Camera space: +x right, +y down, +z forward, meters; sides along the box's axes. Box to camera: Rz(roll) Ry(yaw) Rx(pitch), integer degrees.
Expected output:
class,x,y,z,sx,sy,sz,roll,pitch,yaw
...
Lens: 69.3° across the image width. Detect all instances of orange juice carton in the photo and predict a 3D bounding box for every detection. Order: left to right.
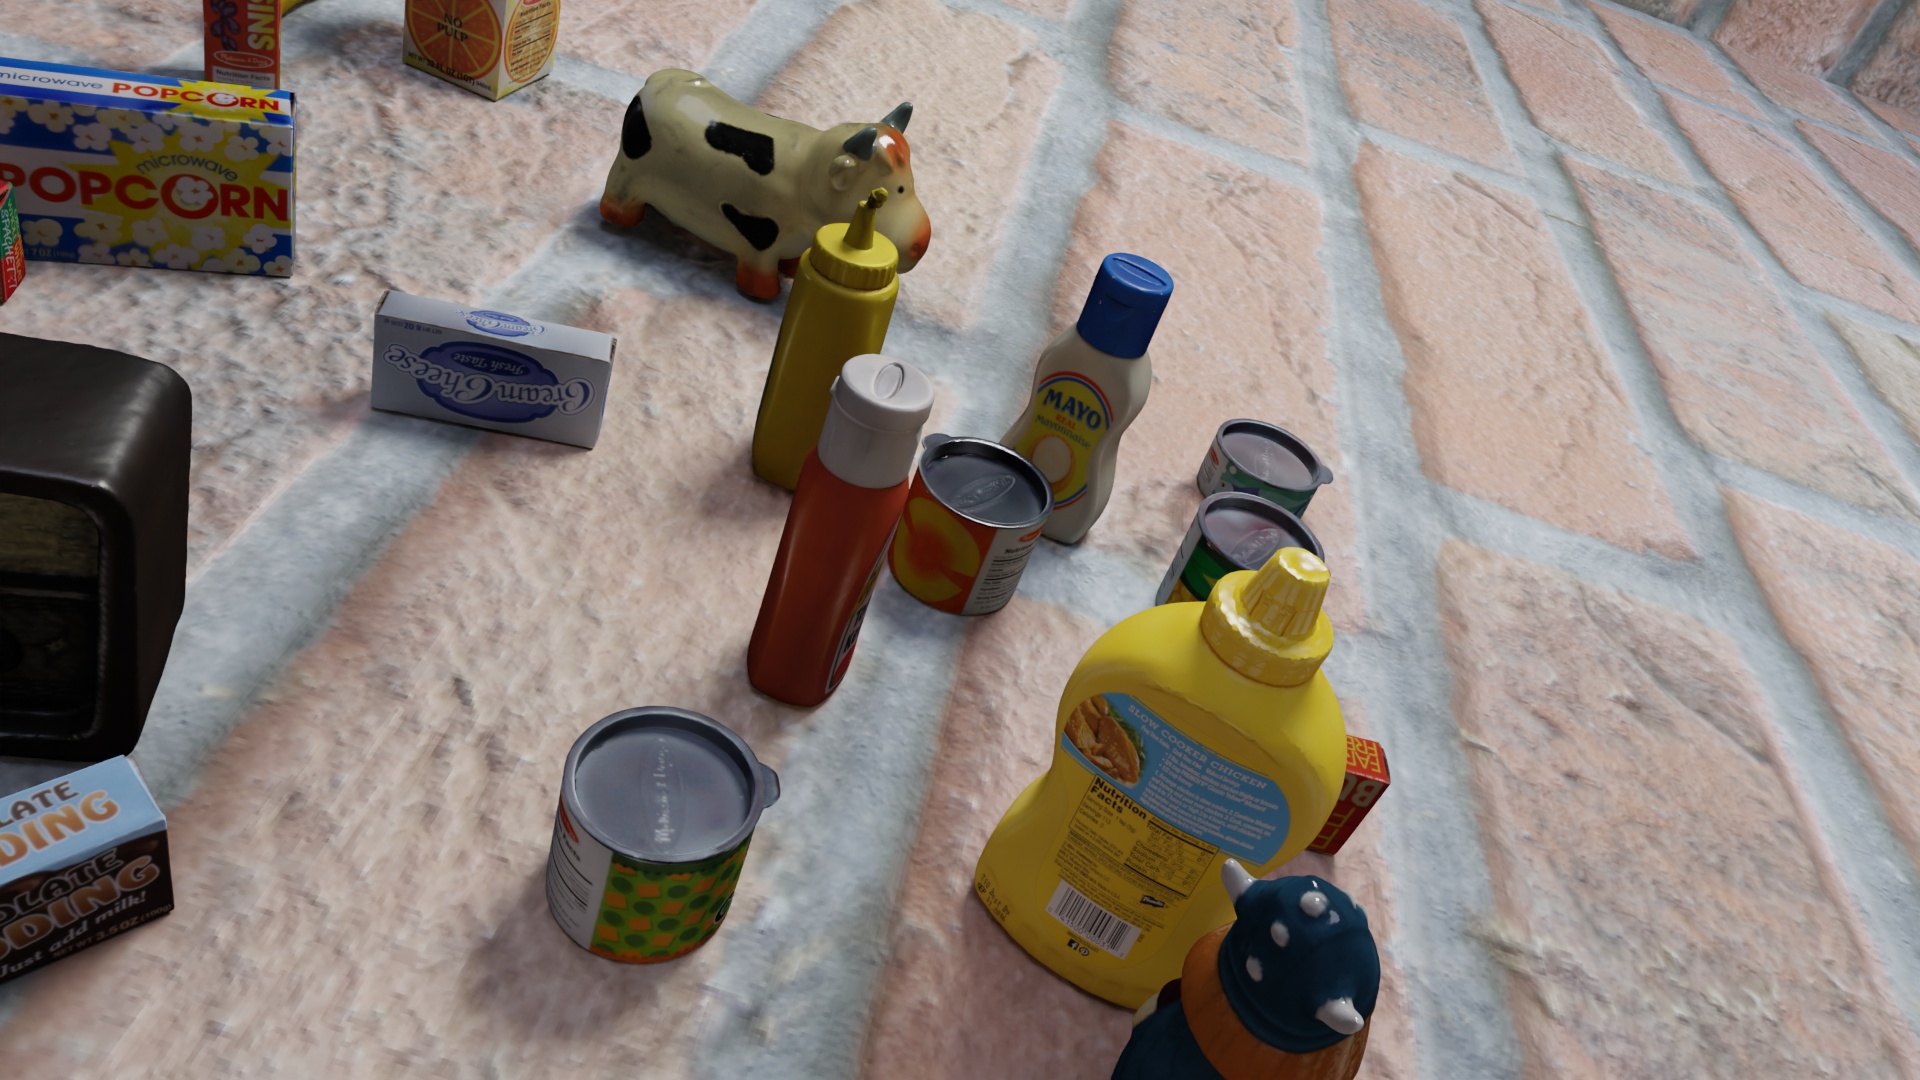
class,x,y,z,sx,sy,sz,roll,pitch,yaw
orange juice carton,-0.295,-0.388,0.876,0.072,0.191,0.073,24,37,3

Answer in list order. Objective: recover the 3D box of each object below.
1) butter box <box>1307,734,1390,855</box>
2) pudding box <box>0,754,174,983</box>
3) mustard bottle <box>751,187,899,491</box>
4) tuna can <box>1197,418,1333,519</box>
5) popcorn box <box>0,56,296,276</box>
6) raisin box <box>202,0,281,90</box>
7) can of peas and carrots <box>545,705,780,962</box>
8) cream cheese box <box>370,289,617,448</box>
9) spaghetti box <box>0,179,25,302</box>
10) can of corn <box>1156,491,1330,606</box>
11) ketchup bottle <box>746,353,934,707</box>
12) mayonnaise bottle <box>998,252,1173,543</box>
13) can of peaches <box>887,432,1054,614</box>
class,x,y,z,sx,sy,sz,roll,pitch,yaw
butter box,0.122,0.098,0.588,0.103,0.052,0.024,15,37,-8
pudding box,-0.275,0.100,0.398,0.084,0.049,0.030,-22,54,-42
mustard bottle,-0.060,-0.098,0.655,0.049,0.159,0.066,18,37,-4
tuna can,0.174,-0.037,0.797,0.071,0.032,0.071,13,38,-10
popcorn box,-0.384,-0.174,0.657,0.127,0.084,0.038,0,42,-26
raisin box,-0.398,-0.298,0.772,0.040,0.122,0.086,0,42,-26
can of peas and carrots,-0.102,0.100,0.474,0.071,0.058,0.071,13,38,-10
cream cheese box,-0.216,-0.078,0.644,0.104,0.053,0.024,10,38,-14
spaghetti box,-0.538,-0.152,0.585,0.250,0.049,0.029,10,38,-14
can of corn,0.139,0.020,0.688,0.071,0.058,0.071,13,38,-10
ketchup bottle,-0.049,-0.004,0.554,0.043,0.148,0.065,20,37,-2
mayonnaise bottle,0.061,-0.070,0.689,0.065,0.147,0.041,30,38,11
can of peaches,0.002,-0.008,0.658,0.071,0.057,0.071,13,38,-10
